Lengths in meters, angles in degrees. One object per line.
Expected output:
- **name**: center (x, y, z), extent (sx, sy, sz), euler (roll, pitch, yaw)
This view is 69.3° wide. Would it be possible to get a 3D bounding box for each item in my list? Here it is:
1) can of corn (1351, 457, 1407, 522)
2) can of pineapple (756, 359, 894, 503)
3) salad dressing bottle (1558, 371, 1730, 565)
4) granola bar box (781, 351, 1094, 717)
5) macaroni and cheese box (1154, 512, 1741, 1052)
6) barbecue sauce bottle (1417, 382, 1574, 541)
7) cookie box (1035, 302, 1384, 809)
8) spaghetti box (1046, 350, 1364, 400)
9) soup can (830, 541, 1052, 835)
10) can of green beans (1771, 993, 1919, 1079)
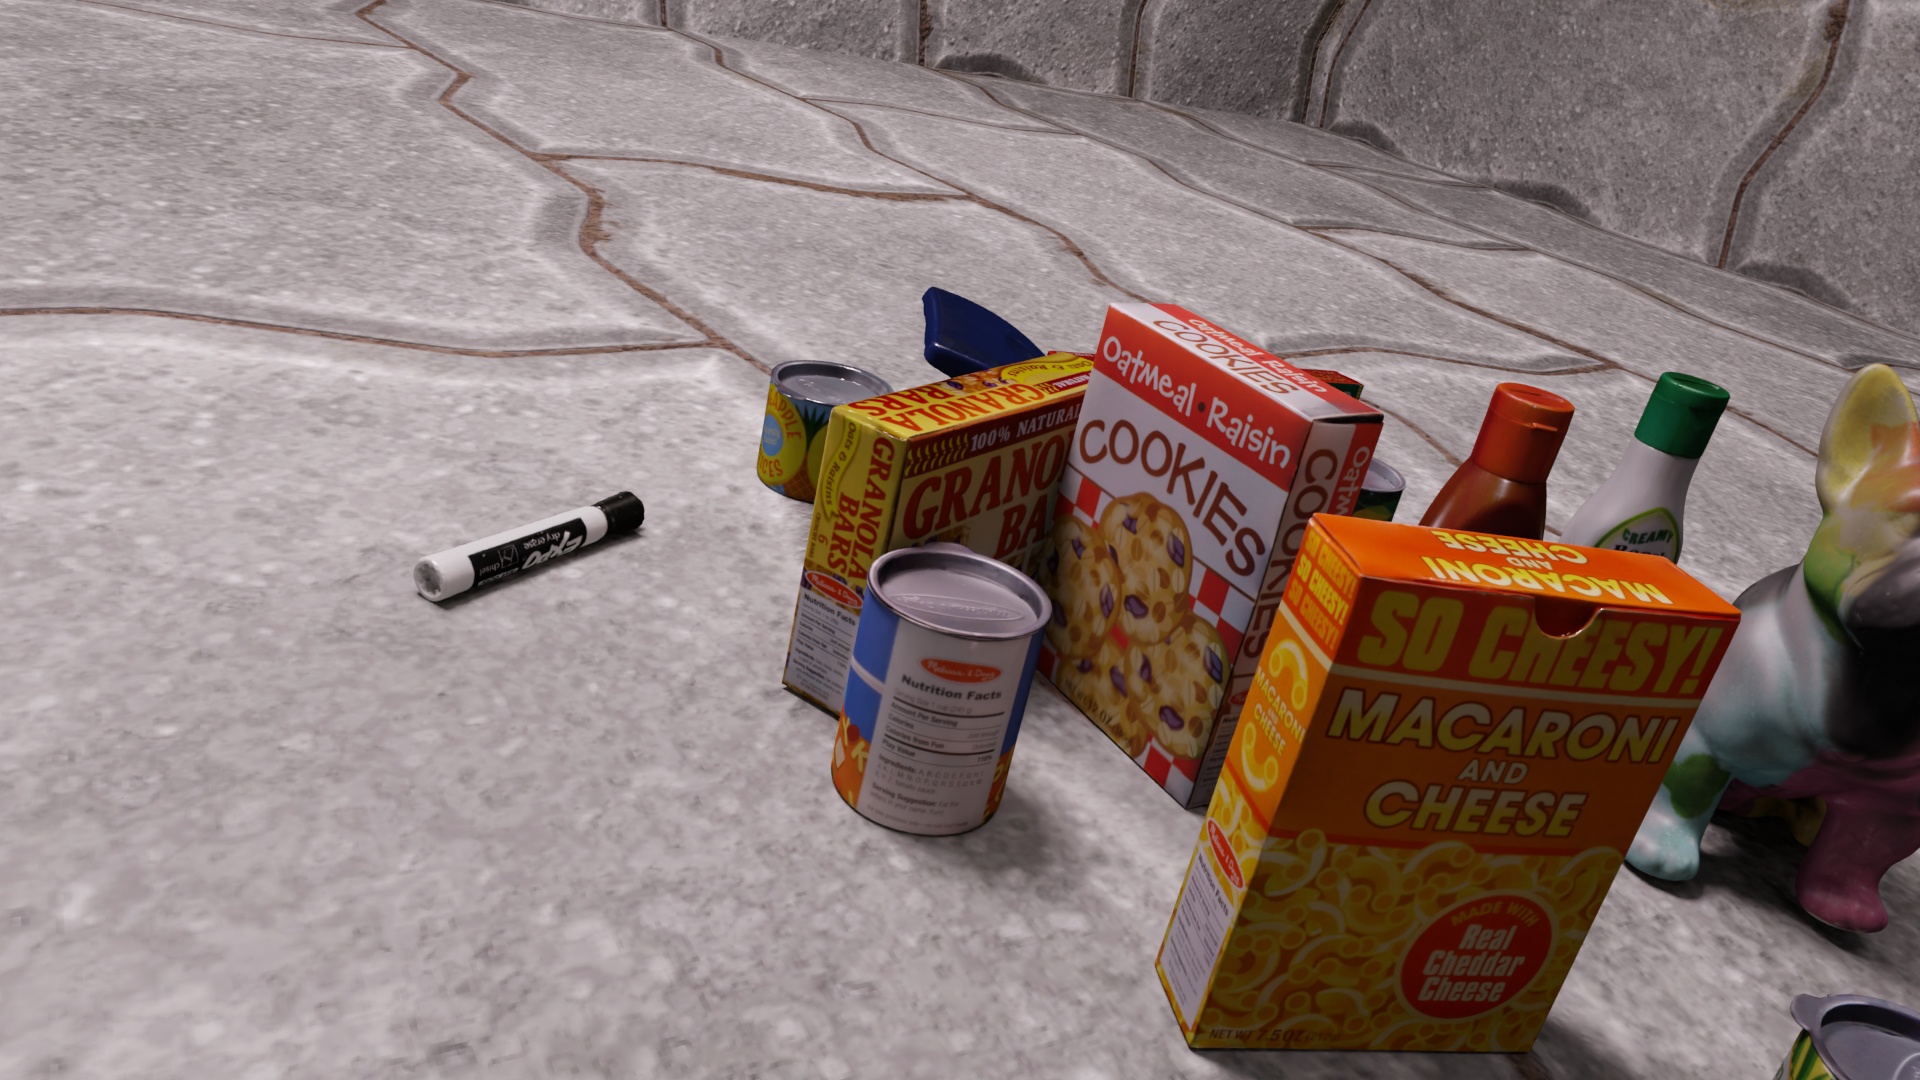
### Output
- **can of corn**: center (0.211, -0.016, 0.794), extent (0.071, 0.058, 0.071), euler (11, 24, -5)
- **can of pineapple**: center (-0.074, -0.058, 0.741), extent (0.071, 0.057, 0.071), euler (11, 24, -5)
- **salad dressing bottle**: center (0.381, -0.020, 0.779), extent (0.064, 0.147, 0.044), euler (10, 24, -7)
- **granola bar box**: center (0.002, -0.007, 0.590), extent (0.039, 0.123, 0.166), euler (26, 27, 27)
- **macaroni and cheese box**: center (0.142, 0.080, 0.421), extent (0.124, 0.165, 0.040), euler (6, 25, -15)
- **barbecue sauce bottle**: center (0.252, -0.002, 0.673), extent (0.065, 0.147, 0.044), euler (10, 24, -6)
- **cookie box**: center (0.089, 0.002, 0.561), extent (0.040, 0.166, 0.123), euler (-4, 29, -33)
- **spaghetti box**: center (0.167, -0.096, 0.952), extent (0.250, 0.050, 0.029), euler (0, 27, -27)
- **soup can**: center (-0.008, 0.052, 0.505), extent (0.071, 0.083, 0.071), euler (11, 24, -5)
- **can of green beans**: center (0.271, 0.178, 0.405), extent (0.071, 0.057, 0.071), euler (11, 24, -5)
